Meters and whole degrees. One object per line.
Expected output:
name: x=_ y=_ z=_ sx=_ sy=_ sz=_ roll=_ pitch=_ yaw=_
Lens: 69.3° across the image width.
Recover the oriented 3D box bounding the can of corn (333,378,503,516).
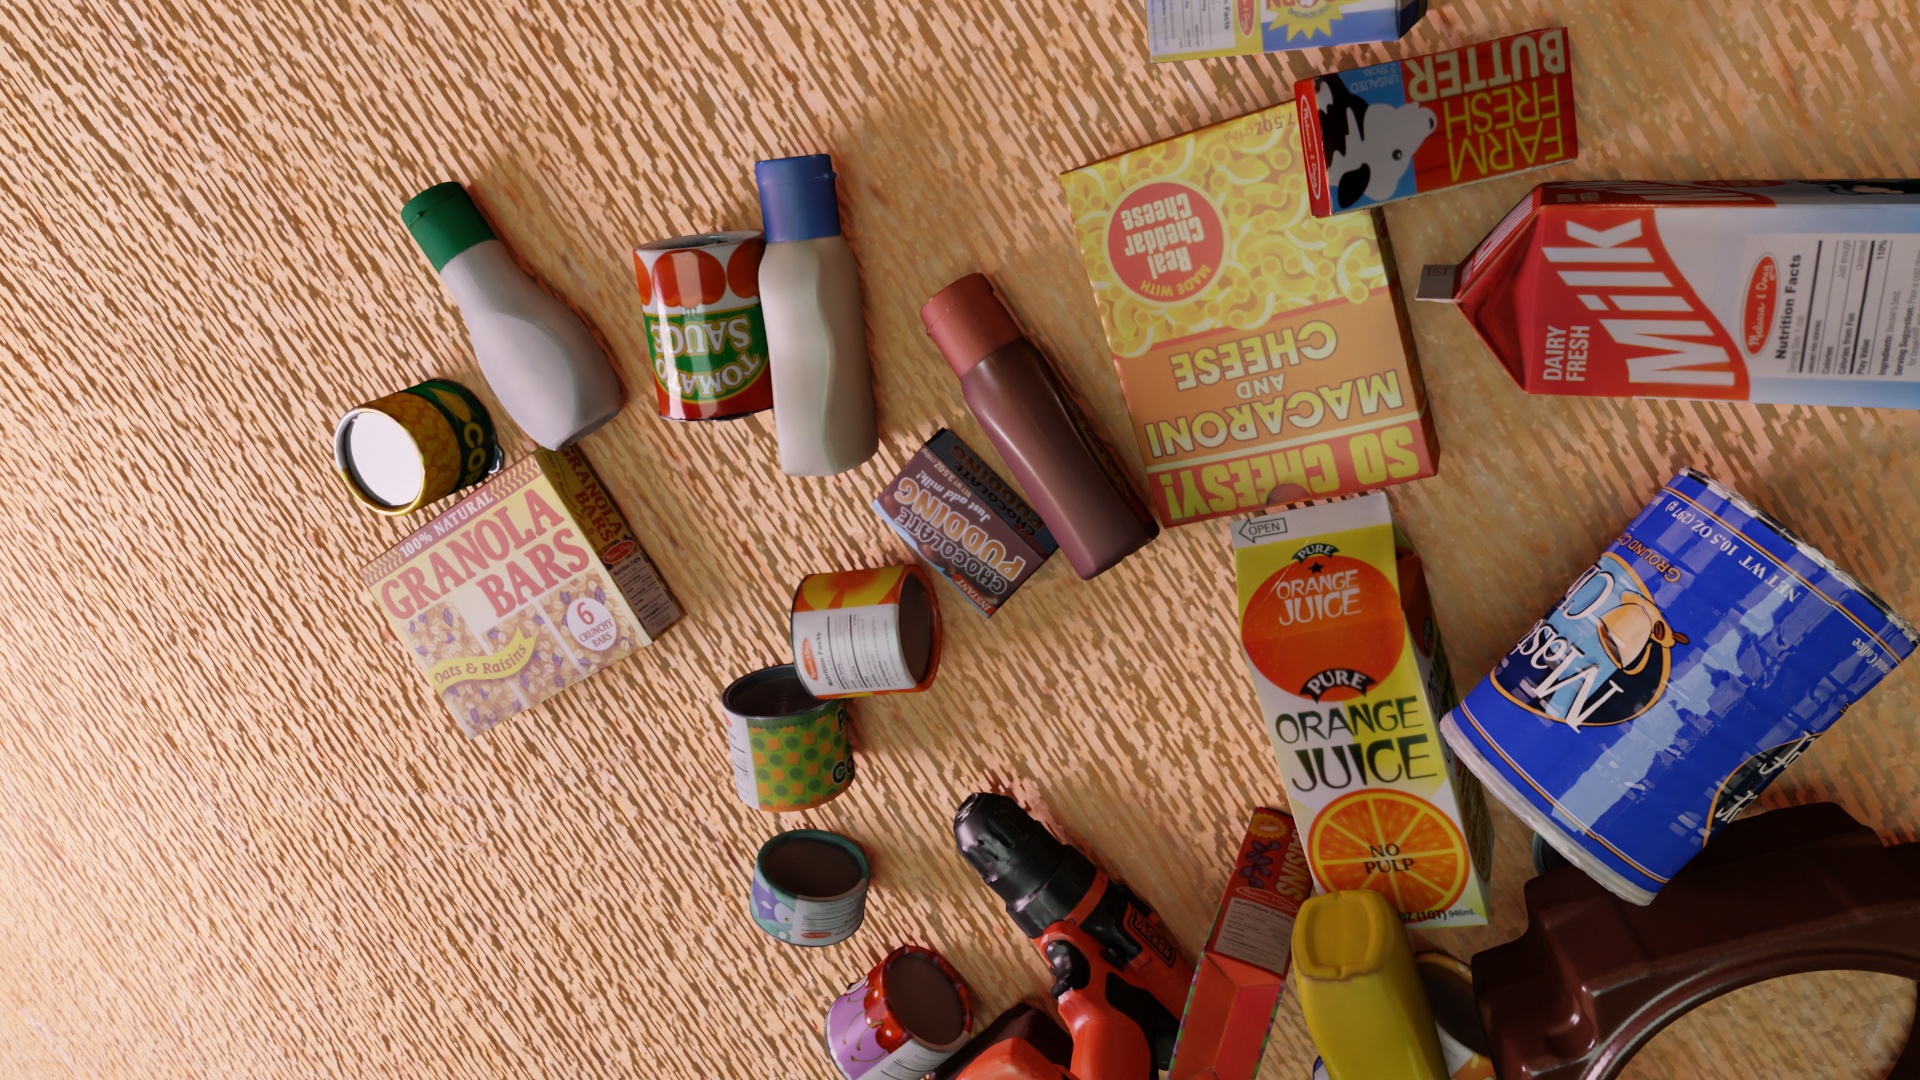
can of corn: x=-0.306 y=-0.052 z=0.785 sx=0.071 sy=0.058 sz=0.071 roll=8 pitch=113 yaw=20

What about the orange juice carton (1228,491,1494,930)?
orange juice carton: x=0.180 y=0.073 z=0.624 sx=0.071 sy=0.073 sz=0.192 roll=-13 pitch=104 yaw=26

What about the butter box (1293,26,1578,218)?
butter box: x=0.183 y=-0.161 z=0.534 sx=0.103 sy=0.024 sz=0.053 roll=-14 pitch=104 yaw=-6

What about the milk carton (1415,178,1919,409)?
milk carton: x=0.272 y=-0.096 z=0.523 sx=0.190 sy=0.073 sz=0.073 roll=5 pitch=111 yaw=20

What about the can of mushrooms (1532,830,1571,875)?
can of mushrooms: x=0.293 y=0.131 z=0.623 sx=0.071 sy=0.033 sz=0.070 roll=8 pitch=113 yaw=20

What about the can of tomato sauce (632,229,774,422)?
can of tomato sauce: x=-0.122 y=-0.106 z=0.682 sx=0.071 sy=0.071 sz=0.082 roll=1 pitch=110 yaw=22

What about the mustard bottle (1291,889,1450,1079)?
mustard bottle: x=0.187 y=0.229 z=0.611 sx=0.049 sy=0.066 sz=0.159 roll=-13 pitch=116 yaw=22

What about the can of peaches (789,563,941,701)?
can of peaches: x=-0.046 y=0.046 z=0.711 sx=0.058 sy=0.071 sz=0.071 roll=-7 pitch=107 yaw=19

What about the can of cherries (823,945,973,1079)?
can of cherries: x=-0.036 y=0.273 z=0.796 sx=0.071 sy=0.072 sz=0.058 roll=43 pitch=119 yaw=2

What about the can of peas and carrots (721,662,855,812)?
can of peas and carrots: x=-0.090 y=0.106 z=0.754 sx=0.071 sy=0.071 sz=0.058 roll=3 pitch=111 yaw=22

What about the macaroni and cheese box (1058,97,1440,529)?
macaroni and cheese box: x=0.126 y=-0.096 z=0.600 sx=0.123 sy=0.040 sz=0.166 roll=-12 pitch=105 yaw=26

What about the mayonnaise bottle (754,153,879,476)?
mayonnaise bottle: x=-0.071 y=-0.108 z=0.666 sx=0.041 sy=0.065 sz=0.147 roll=-1 pitch=105 yaw=20

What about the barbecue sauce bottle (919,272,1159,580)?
barbecue sauce bottle: x=0.035 y=-0.053 z=0.645 sx=0.043 sy=0.065 sz=0.148 roll=-33 pitch=86 yaw=4

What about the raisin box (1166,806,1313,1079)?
raisin box: x=0.138 y=0.196 z=0.660 sx=0.040 sy=0.124 sz=0.085 roll=16 pitch=116 yaw=16

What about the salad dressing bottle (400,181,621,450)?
salad dressing bottle: x=-0.241 y=-0.120 z=0.741 sx=0.064 sy=0.044 sz=0.147 roll=-31 pitch=95 yaw=31

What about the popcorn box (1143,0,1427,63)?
popcorn box: x=0.123 y=-0.203 z=0.511 sx=0.085 sy=0.127 sz=0.038 roll=1 pitch=113 yaw=22

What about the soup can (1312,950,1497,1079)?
soup can: x=0.225 y=0.253 z=0.682 sx=0.071 sy=0.071 sz=0.083 roll=33 pitch=118 yaw=8

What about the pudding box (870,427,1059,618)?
pudding box: x=0.002 y=-0.009 z=0.691 sx=0.084 sy=0.030 sz=0.049 roll=45 pitch=120 yaw=1

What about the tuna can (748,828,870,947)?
tuna can: x=-0.086 y=0.194 z=0.787 sx=0.071 sy=0.071 sz=0.032 roll=18 pitch=115 yaw=15

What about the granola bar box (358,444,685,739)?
granola bar box: x=-0.257 y=0.030 z=0.807 sx=0.165 sy=0.039 sz=0.124 roll=-27 pitch=99 yaw=29
